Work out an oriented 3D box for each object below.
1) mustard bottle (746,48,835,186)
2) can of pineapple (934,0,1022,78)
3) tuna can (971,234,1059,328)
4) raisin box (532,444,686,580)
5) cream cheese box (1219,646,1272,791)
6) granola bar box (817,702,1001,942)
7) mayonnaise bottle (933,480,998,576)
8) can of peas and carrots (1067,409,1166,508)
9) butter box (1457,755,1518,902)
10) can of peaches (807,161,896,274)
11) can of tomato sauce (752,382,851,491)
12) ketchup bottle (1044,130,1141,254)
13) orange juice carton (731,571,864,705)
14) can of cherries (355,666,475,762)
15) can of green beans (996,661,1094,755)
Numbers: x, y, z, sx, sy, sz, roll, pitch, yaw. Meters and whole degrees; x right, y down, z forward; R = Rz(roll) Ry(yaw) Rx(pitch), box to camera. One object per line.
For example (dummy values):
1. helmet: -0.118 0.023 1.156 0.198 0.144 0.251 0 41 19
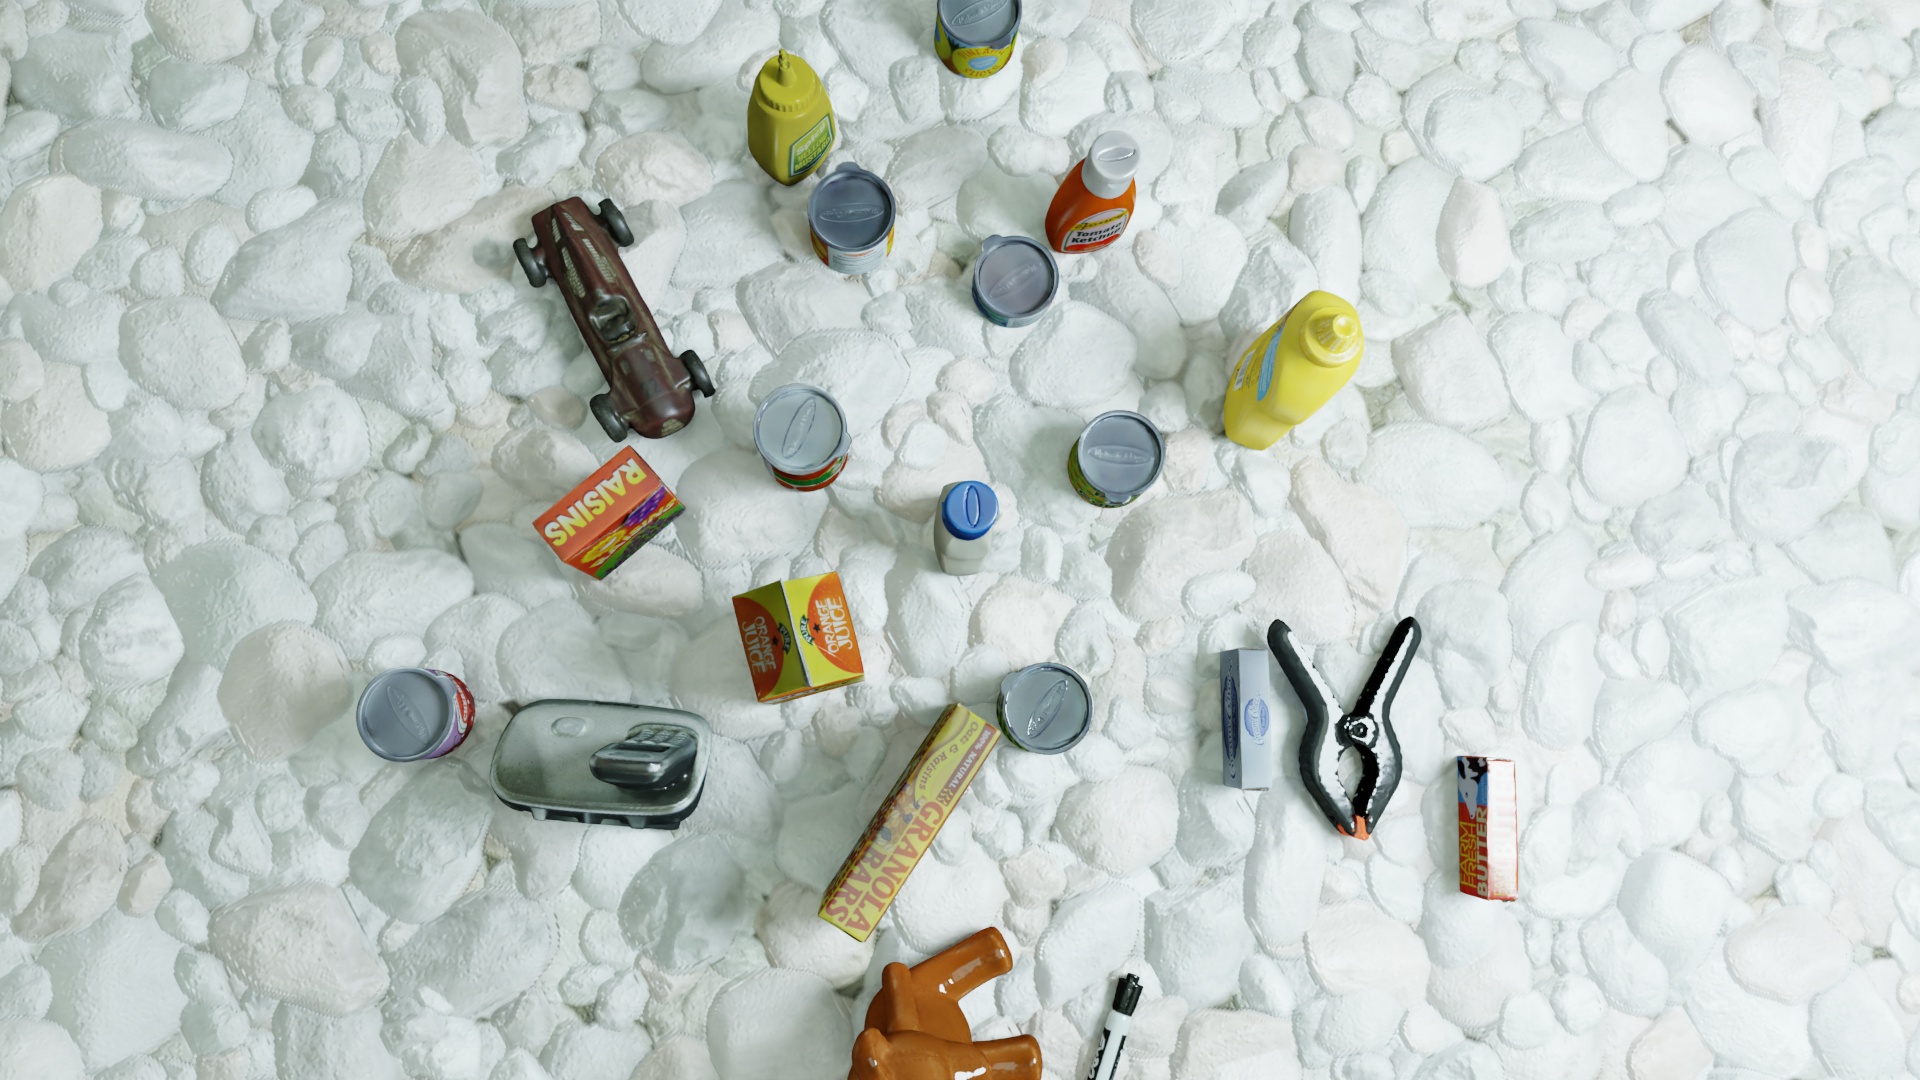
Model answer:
1. mustard bottle: -0.126 -0.314 1.017 0.049 0.160 0.065 45 82 3
2. can of pineapple: 0.013 -0.404 1.091 0.071 0.058 0.071 1 82 -4
3. tuna can: 0.040 -0.202 1.076 0.071 0.033 0.071 1 82 -4
4. raisin box: -0.246 -0.017 0.985 0.086 0.123 0.040 -40 87 -8
5. cream cheese box: 0.211 0.132 1.029 0.024 0.053 0.104 0 82 -4
6. granola bar box: -0.035 0.193 0.968 0.039 0.124 0.166 34 81 1
7. mayonnaise bottle: 0.004 -0.012 0.988 0.041 0.148 0.065 -2 83 -4
8. can of peas and carrots: 0.117 -0.058 1.048 0.071 0.058 0.071 1 82 -4
9. butter box: 0.390 0.212 1.030 0.024 0.053 0.103 2 82 -3
10. can of peaches: -0.083 -0.245 1.062 0.071 0.058 0.071 1 82 -4
11. can of tomato sauce: -0.114 -0.074 1.022 0.071 0.083 0.071 1 82 -4
12. ketchup bottle: 0.102 -0.257 1.030 0.065 0.148 0.043 -15 84 -5
13. orange juice carton: -0.108 0.068 0.947 0.073 0.192 0.072 -14 84 -5
14. can of cherries: -0.383 0.123 0.988 0.071 0.058 0.071 1 82 -4
15. can of green beans: 0.061 0.123 1.018 0.071 0.057 0.071 1 82 -4
